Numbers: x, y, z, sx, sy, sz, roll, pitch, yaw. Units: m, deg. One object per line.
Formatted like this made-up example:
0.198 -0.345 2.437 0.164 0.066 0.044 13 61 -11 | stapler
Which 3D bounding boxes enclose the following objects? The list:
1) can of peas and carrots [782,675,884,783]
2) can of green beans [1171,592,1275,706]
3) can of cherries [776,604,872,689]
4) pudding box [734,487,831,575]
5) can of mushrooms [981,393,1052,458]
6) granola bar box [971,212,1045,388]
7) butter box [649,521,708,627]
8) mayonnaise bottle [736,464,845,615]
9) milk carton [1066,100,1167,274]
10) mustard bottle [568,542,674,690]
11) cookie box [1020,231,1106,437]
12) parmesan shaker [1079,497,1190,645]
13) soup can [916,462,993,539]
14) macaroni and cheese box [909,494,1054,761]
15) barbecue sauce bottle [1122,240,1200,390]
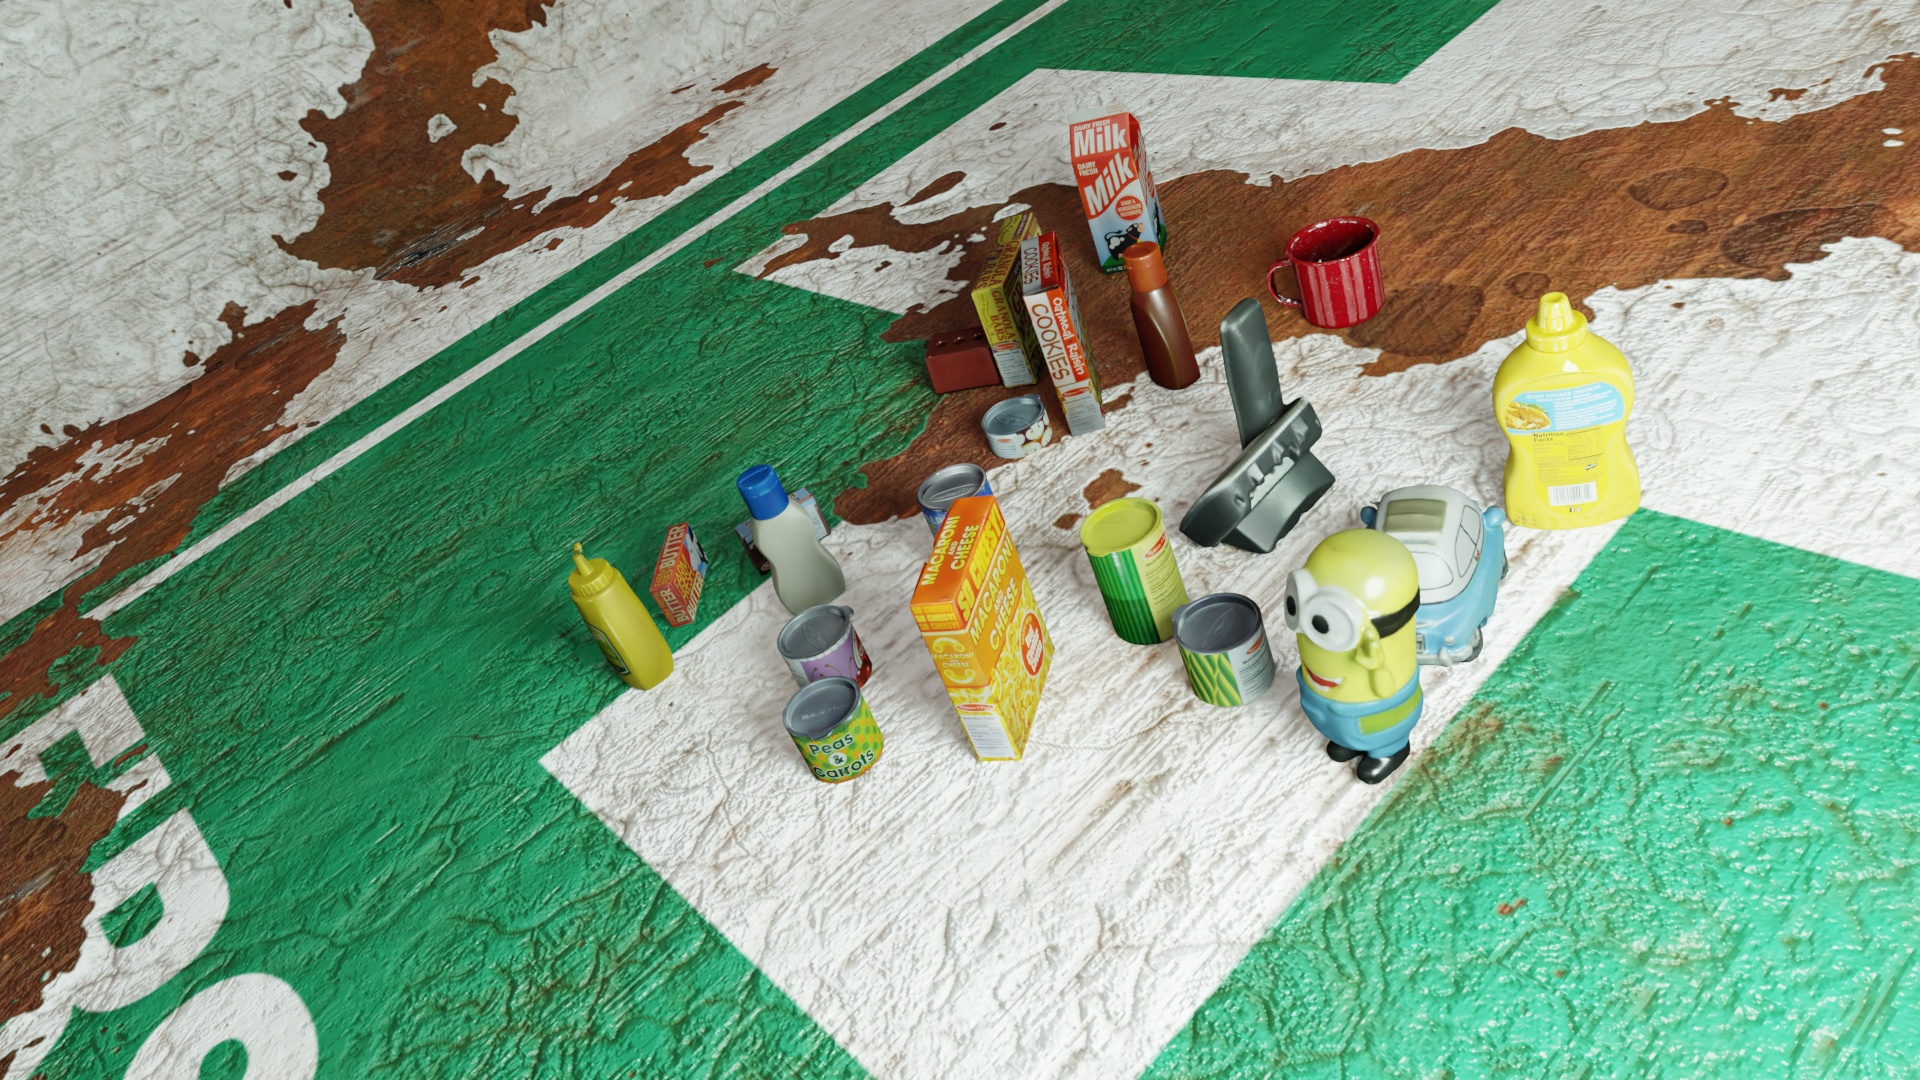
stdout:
-0.100 0.153 1.110 0.071 0.058 0.071 -15 35 11 | can of peas and carrots
0.198 0.082 1.041 0.071 0.057 0.071 -15 35 11 | can of green beans
-0.114 0.097 1.193 0.071 0.058 0.072 -15 35 11 | can of cherries
-0.176 -0.010 1.380 0.084 0.049 0.030 -33 36 -14 | pudding box
0.059 -0.116 1.406 0.071 0.033 0.071 -15 35 11 | can of mushrooms
0.066 -0.265 1.523 0.039 0.123 0.166 -7 37 22 | granola bar box
-0.277 0.033 1.374 0.024 0.053 0.104 -15 35 12 | butter box
-0.159 -0.002 1.273 0.065 0.147 0.041 -29 35 -9 | mayonnaise bottle
0.180 -0.410 1.598 0.072 0.189 0.074 -7 37 22 | milk carton
-0.316 0.065 1.259 0.065 0.159 0.049 18 51 44 | mustard bottle
0.103 -0.206 1.386 0.040 0.166 0.123 -15 35 11 | cookie box
0.139 0.027 1.108 0.071 0.102 0.072 -15 35 11 | parmesan shaker
0.004 -0.016 1.257 0.071 0.083 0.072 -15 35 11 | soup can
0.019 0.068 1.063 0.040 0.165 0.124 -5 38 24 | macaroni and cheese box
0.195 -0.223 1.373 0.044 0.148 0.065 -31 35 -12 | barbecue sauce bottle
